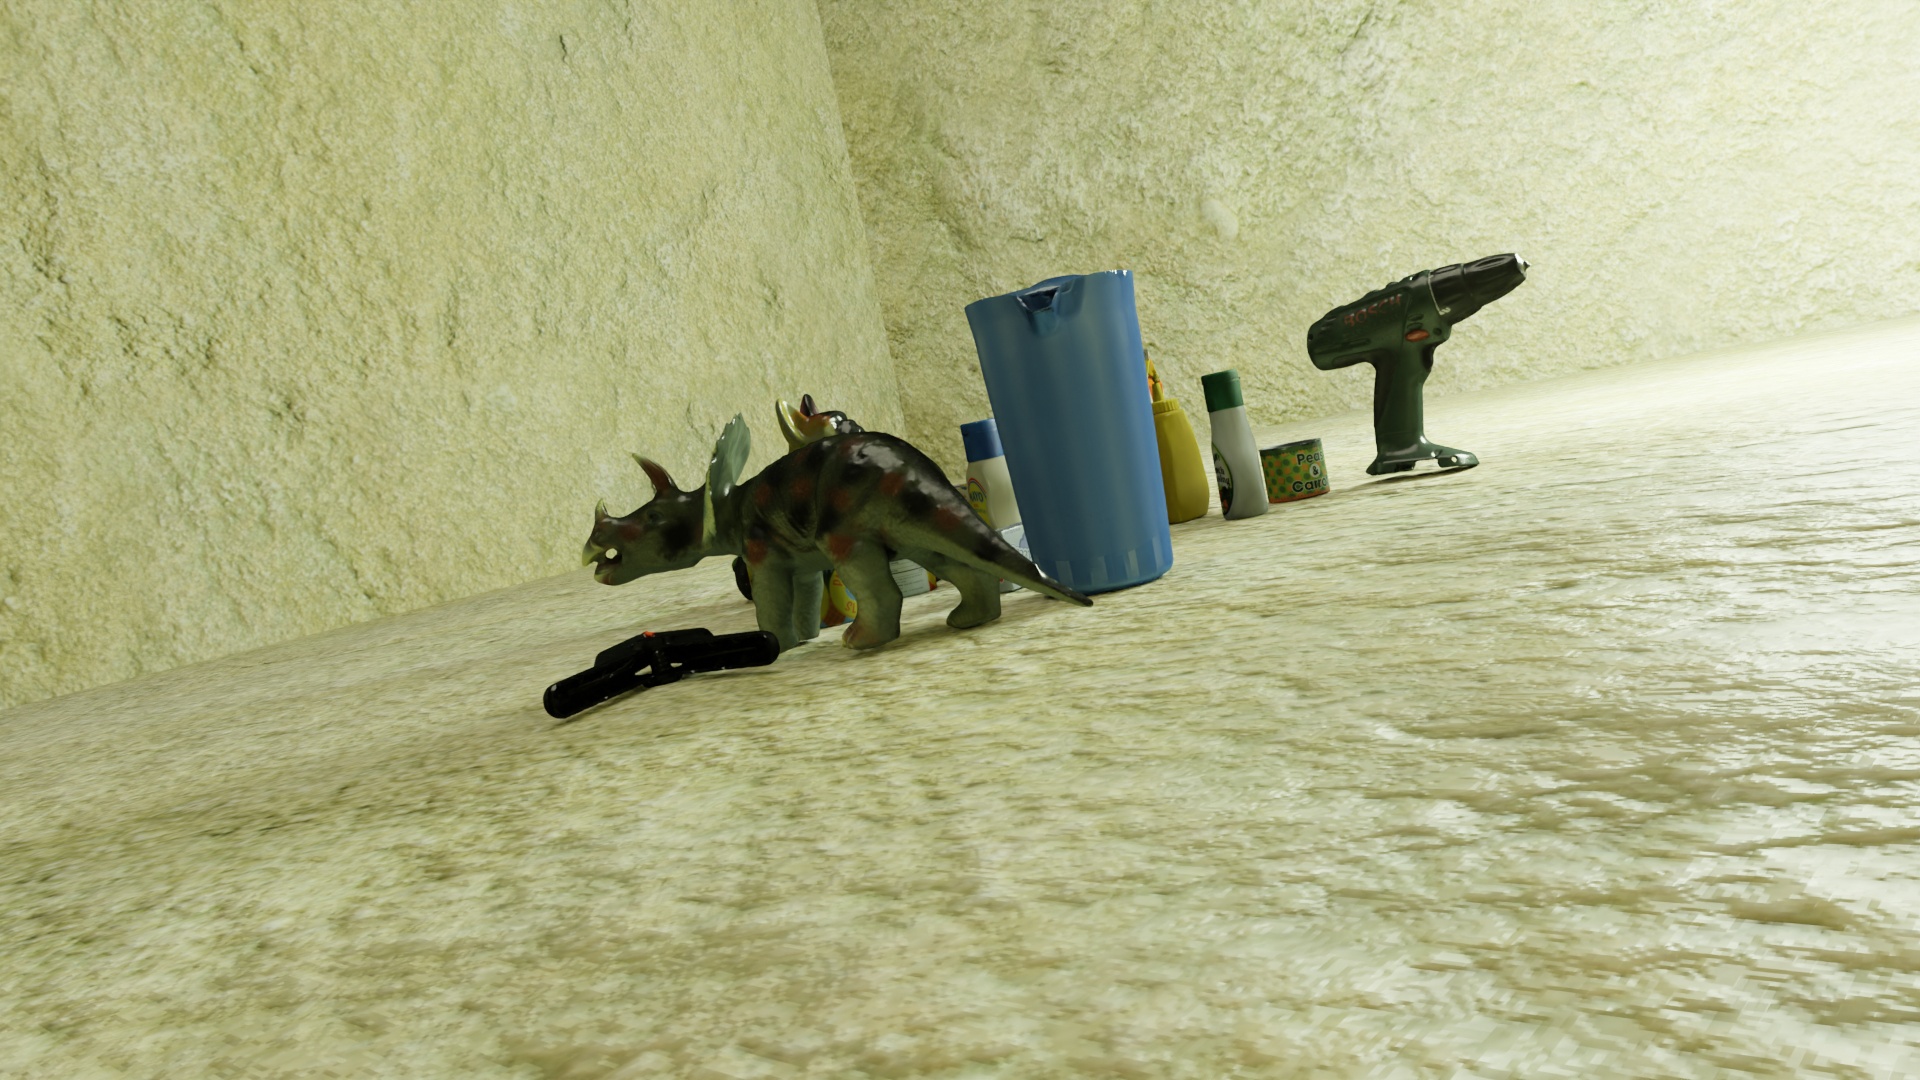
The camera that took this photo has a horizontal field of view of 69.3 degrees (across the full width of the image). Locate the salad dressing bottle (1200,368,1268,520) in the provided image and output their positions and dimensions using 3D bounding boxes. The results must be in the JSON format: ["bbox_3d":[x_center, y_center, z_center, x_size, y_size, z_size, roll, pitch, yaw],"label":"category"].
[{"bbox_3d":[0.272,-0.096,1.388,0.044,0.147,0.064,-12,4,-3],"label":"salad dressing bottle"}]

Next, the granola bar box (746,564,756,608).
[{"bbox_3d":[-0.146,-0.004,1.470,0.166,0.124,0.039,-12,4,-1],"label":"granola bar box"}]

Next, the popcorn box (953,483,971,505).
[{"bbox_3d":[0.005,-0.019,1.514,0.126,0.085,0.038,-8,5,39],"label":"popcorn box"}]

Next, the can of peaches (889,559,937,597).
[{"bbox_3d":[-0.059,0.023,1.326,0.071,0.058,0.071,-12,4,1],"label":"can of peaches"}]

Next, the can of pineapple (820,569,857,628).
[{"bbox_3d":[-0.114,0.043,1.217,0.071,0.058,0.071,-12,4,1],"label":"can of pineapple"}]

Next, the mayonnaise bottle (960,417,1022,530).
[{"bbox_3d":[0.031,-0.043,1.341,0.041,0.148,0.064,-13,4,-23],"label":"mayonnaise bottle"}]

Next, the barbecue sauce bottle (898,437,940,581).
[{"bbox_3d":[-0.062,-0.027,1.383,0.065,0.148,0.044,-12,4,1],"label":"barbecue sauce bottle"}]

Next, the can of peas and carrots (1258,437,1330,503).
[{"bbox_3d":[0.355,-0.074,1.468,0.071,0.058,0.071,-12,4,1],"label":"can of peas and carrots"}]

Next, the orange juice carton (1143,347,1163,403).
[{"bbox_3d":[0.206,-0.125,1.636,0.072,0.192,0.073,-10,4,22],"label":"orange juice carton"}]

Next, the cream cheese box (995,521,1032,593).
[{"bbox_3d":[0.061,0.010,1.214,0.024,0.053,0.104,-9,5,37],"label":"cream cheese box"}]

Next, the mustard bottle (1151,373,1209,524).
[{"bbox_3d":[0.222,-0.099,1.478,0.065,0.160,0.048,-15,5,-39],"label":"mustard bottle"}]
